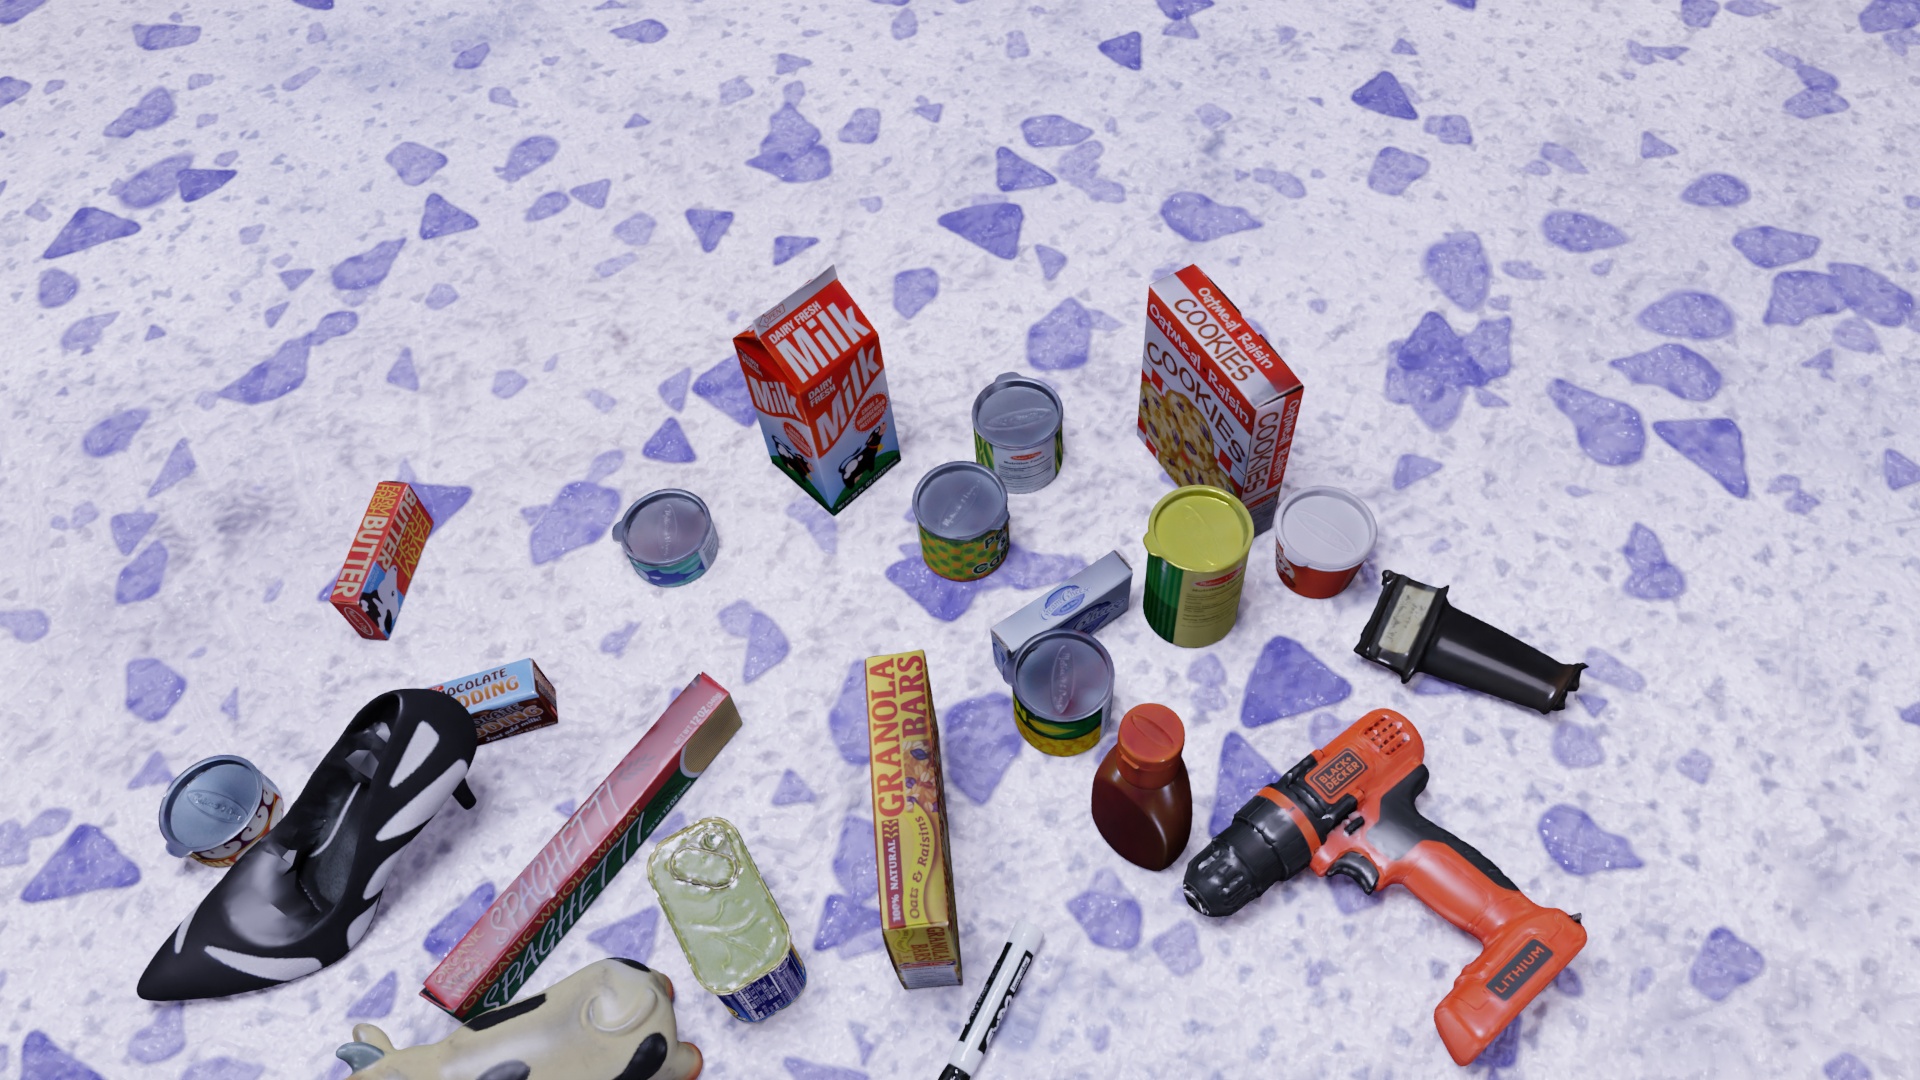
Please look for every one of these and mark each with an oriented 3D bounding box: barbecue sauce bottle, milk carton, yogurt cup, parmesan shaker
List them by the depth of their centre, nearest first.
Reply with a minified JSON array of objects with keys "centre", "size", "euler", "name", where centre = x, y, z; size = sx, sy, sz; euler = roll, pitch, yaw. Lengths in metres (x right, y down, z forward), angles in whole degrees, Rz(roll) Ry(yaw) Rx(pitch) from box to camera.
[{"centre":[0.108,0.144,0.816],"size":[0.065,0.147,0.044],"euler":[38,67,24],"name":"barbecue sauce bottle"},{"centre":[0.152,0.020,0.920],"size":[0.071,0.102,0.071],"euler":[-2,57,3],"name":"parmesan shaker"},{"centre":[0.247,0.004,0.953],"size":[0.072,0.053,0.073],"euler":[-2,57,3],"name":"yogurt cup"},{"centre":[-0.100,-0.108,0.967],"size":[0.072,0.189,0.073],"euler":[-41,64,-20],"name":"milk carton"}]

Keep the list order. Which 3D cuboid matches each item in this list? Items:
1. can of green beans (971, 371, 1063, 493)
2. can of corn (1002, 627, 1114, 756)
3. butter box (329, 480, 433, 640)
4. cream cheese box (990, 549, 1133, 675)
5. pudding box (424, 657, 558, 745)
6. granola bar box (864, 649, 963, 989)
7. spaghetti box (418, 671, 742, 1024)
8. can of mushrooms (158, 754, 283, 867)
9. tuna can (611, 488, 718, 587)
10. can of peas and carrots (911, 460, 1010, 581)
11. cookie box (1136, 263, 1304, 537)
[{"centre":[0.042,-0.077,1.016],"size":[0.071,0.057,0.071],"euler":[-2,57,3],"name":"can of green beans"},{"centre":[0.064,0.099,0.901],"size":[0.071,0.058,0.071],"euler":[-2,57,3],"name":"can of corn"},{"centre":[-0.412,0.013,0.991],"size":[0.024,0.053,0.104],"euler":[4,58,7],"name":"butter box"},{"centre":[0.069,0.053,0.933],"size":[0.104,0.053,0.024],"euler":[-31,61,-15],"name":"cream cheese box"},{"centre":[-0.316,0.111,0.924],"size":[0.084,0.049,0.030],"euler":[-16,58,-6],"name":"pudding box"},{"centre":[-0.029,0.167,0.824],"size":[0.039,0.123,0.166],"euler":[-6,57,0],"name":"granola bar box"},{"centre":[-0.229,0.191,0.866],"size":[0.029,0.050,0.251],"euler":[30,64,21],"name":"spaghetti box"},{"centre":[-0.481,0.178,0.901],"size":[0.071,0.033,0.071],"euler":[-2,57,3],"name":"can of mushrooms"},{"centre":[-0.211,-0.001,0.999],"size":[0.071,0.032,0.071],"euler":[-2,57,3],"name":"tuna can"},{"centre":[0.003,-0.012,0.976],"size":[0.071,0.058,0.071],"euler":[-2,57,3],"name":"can of peas and carrots"},{"centre":[0.173,-0.089,0.950],"size":[0.040,0.166,0.123],"euler":[-27,60,-12],"name":"cookie box"}]
